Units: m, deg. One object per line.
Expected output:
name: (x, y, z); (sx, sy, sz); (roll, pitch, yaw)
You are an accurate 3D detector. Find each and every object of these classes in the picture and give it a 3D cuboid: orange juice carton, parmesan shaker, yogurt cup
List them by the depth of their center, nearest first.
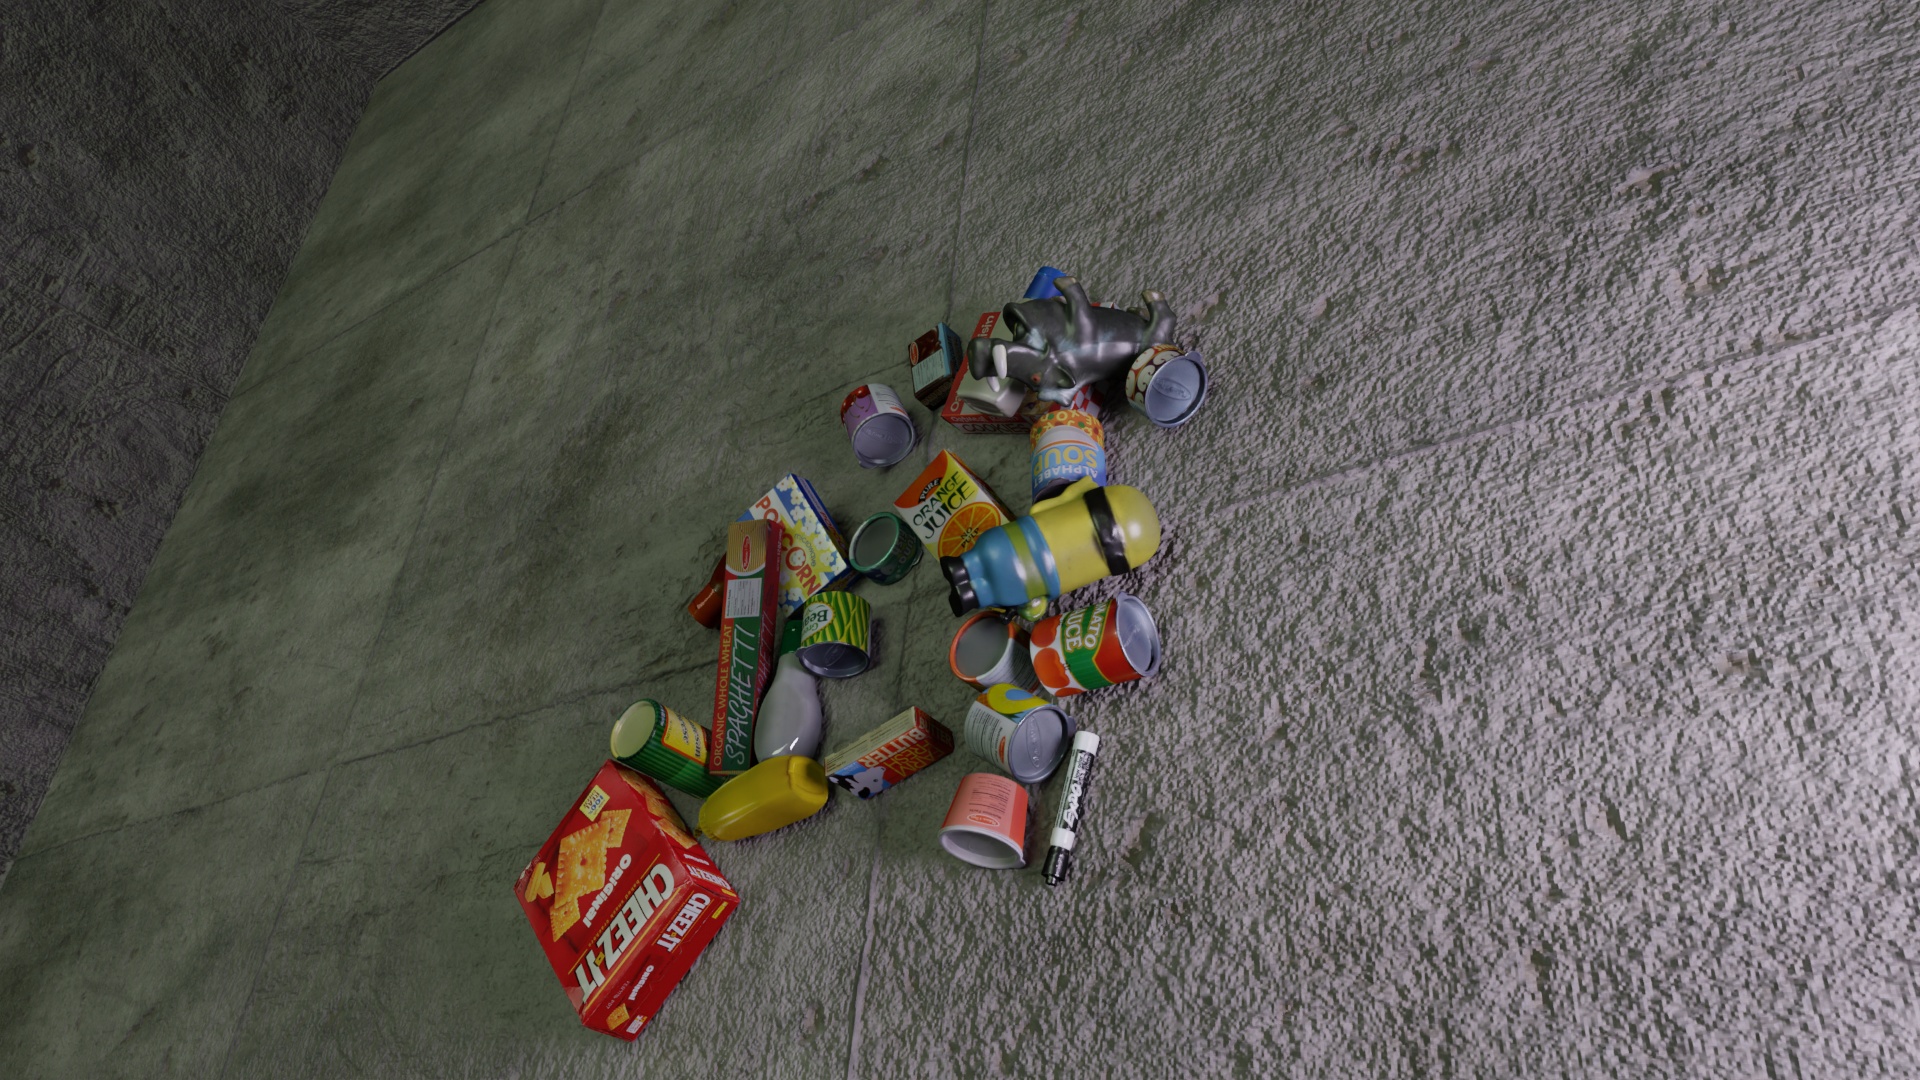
yogurt cup: (0.021, 0.218, 1.090); (0.072, 0.072, 0.054); (-12, 46, 37)
orange juice carton: (0.005, -0.016, 1.265); (0.071, 0.073, 0.193); (-47, 40, 6)
parmesan shaker: (-0.277, 0.203, 1.340); (0.071, 0.103, 0.071); (-23, 48, 29)

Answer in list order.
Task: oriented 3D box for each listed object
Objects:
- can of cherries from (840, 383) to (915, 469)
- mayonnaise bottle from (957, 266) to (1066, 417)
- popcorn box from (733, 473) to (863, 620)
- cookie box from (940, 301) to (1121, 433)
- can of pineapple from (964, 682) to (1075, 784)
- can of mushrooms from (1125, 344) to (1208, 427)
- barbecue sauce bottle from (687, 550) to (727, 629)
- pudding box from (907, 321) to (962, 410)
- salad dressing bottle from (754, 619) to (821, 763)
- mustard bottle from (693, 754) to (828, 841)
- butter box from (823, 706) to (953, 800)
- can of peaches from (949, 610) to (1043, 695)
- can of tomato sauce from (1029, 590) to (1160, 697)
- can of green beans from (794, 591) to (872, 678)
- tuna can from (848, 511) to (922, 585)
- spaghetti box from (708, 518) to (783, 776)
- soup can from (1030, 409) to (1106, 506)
can of cherries: (-0.088, -0.117, 1.427); (0.071, 0.071, 0.058); (-40, 42, 13)
mayonnaise bottle: (0.056, -0.187, 1.304); (0.065, 0.041, 0.148); (18, 74, 45)
popcorn box: (-0.163, 0.007, 1.394); (0.085, 0.038, 0.127); (-39, 65, 13)
cookie box: (0.070, -0.165, 1.337); (0.167, 0.040, 0.123); (4, 65, 44)
can of pineapple: (0.047, 0.153, 1.112); (0.058, 0.071, 0.071); (22, 78, 48)
can of mushrooms: (0.179, -0.136, 1.196); (0.071, 0.071, 0.033); (-50, 39, 2)
barbecue sauce bottle: (-0.227, 0.028, 1.466); (0.148, 0.043, 0.065); (-47, 48, 7)
pudding box: (-0.024, -0.182, 1.443); (0.049, 0.030, 0.084); (-31, 45, 24)
salad dressing bottle: (-0.159, 0.147, 1.320); (0.064, 0.044, 0.148); (-16, 51, 27)
mustard bottle: (-0.193, 0.241, 1.268); (0.160, 0.065, 0.049); (-27, 51, 31)
butter box: (-0.062, 0.184, 1.197); (0.103, 0.053, 0.024); (-32, 42, 21)
can of peaches: (0.031, 0.099, 1.169); (0.071, 0.058, 0.071); (-23, 49, 29)
can of tomato sauce: (0.106, 0.083, 1.103); (0.083, 0.071, 0.071); (-19, 50, 33)
can of green beans: (-0.117, 0.088, 1.305); (0.071, 0.071, 0.058); (-24, 48, 29)
tuna can: (-0.073, 0.007, 1.349); (0.071, 0.032, 0.071); (-24, 48, 29)
spaghetti box: (-0.208, 0.104, 1.350); (0.050, 0.028, 0.250); (-5, 74, 27)
soup can: (0.094, -0.066, 1.220); (0.071, 0.071, 0.084); (-24, 48, 29)
